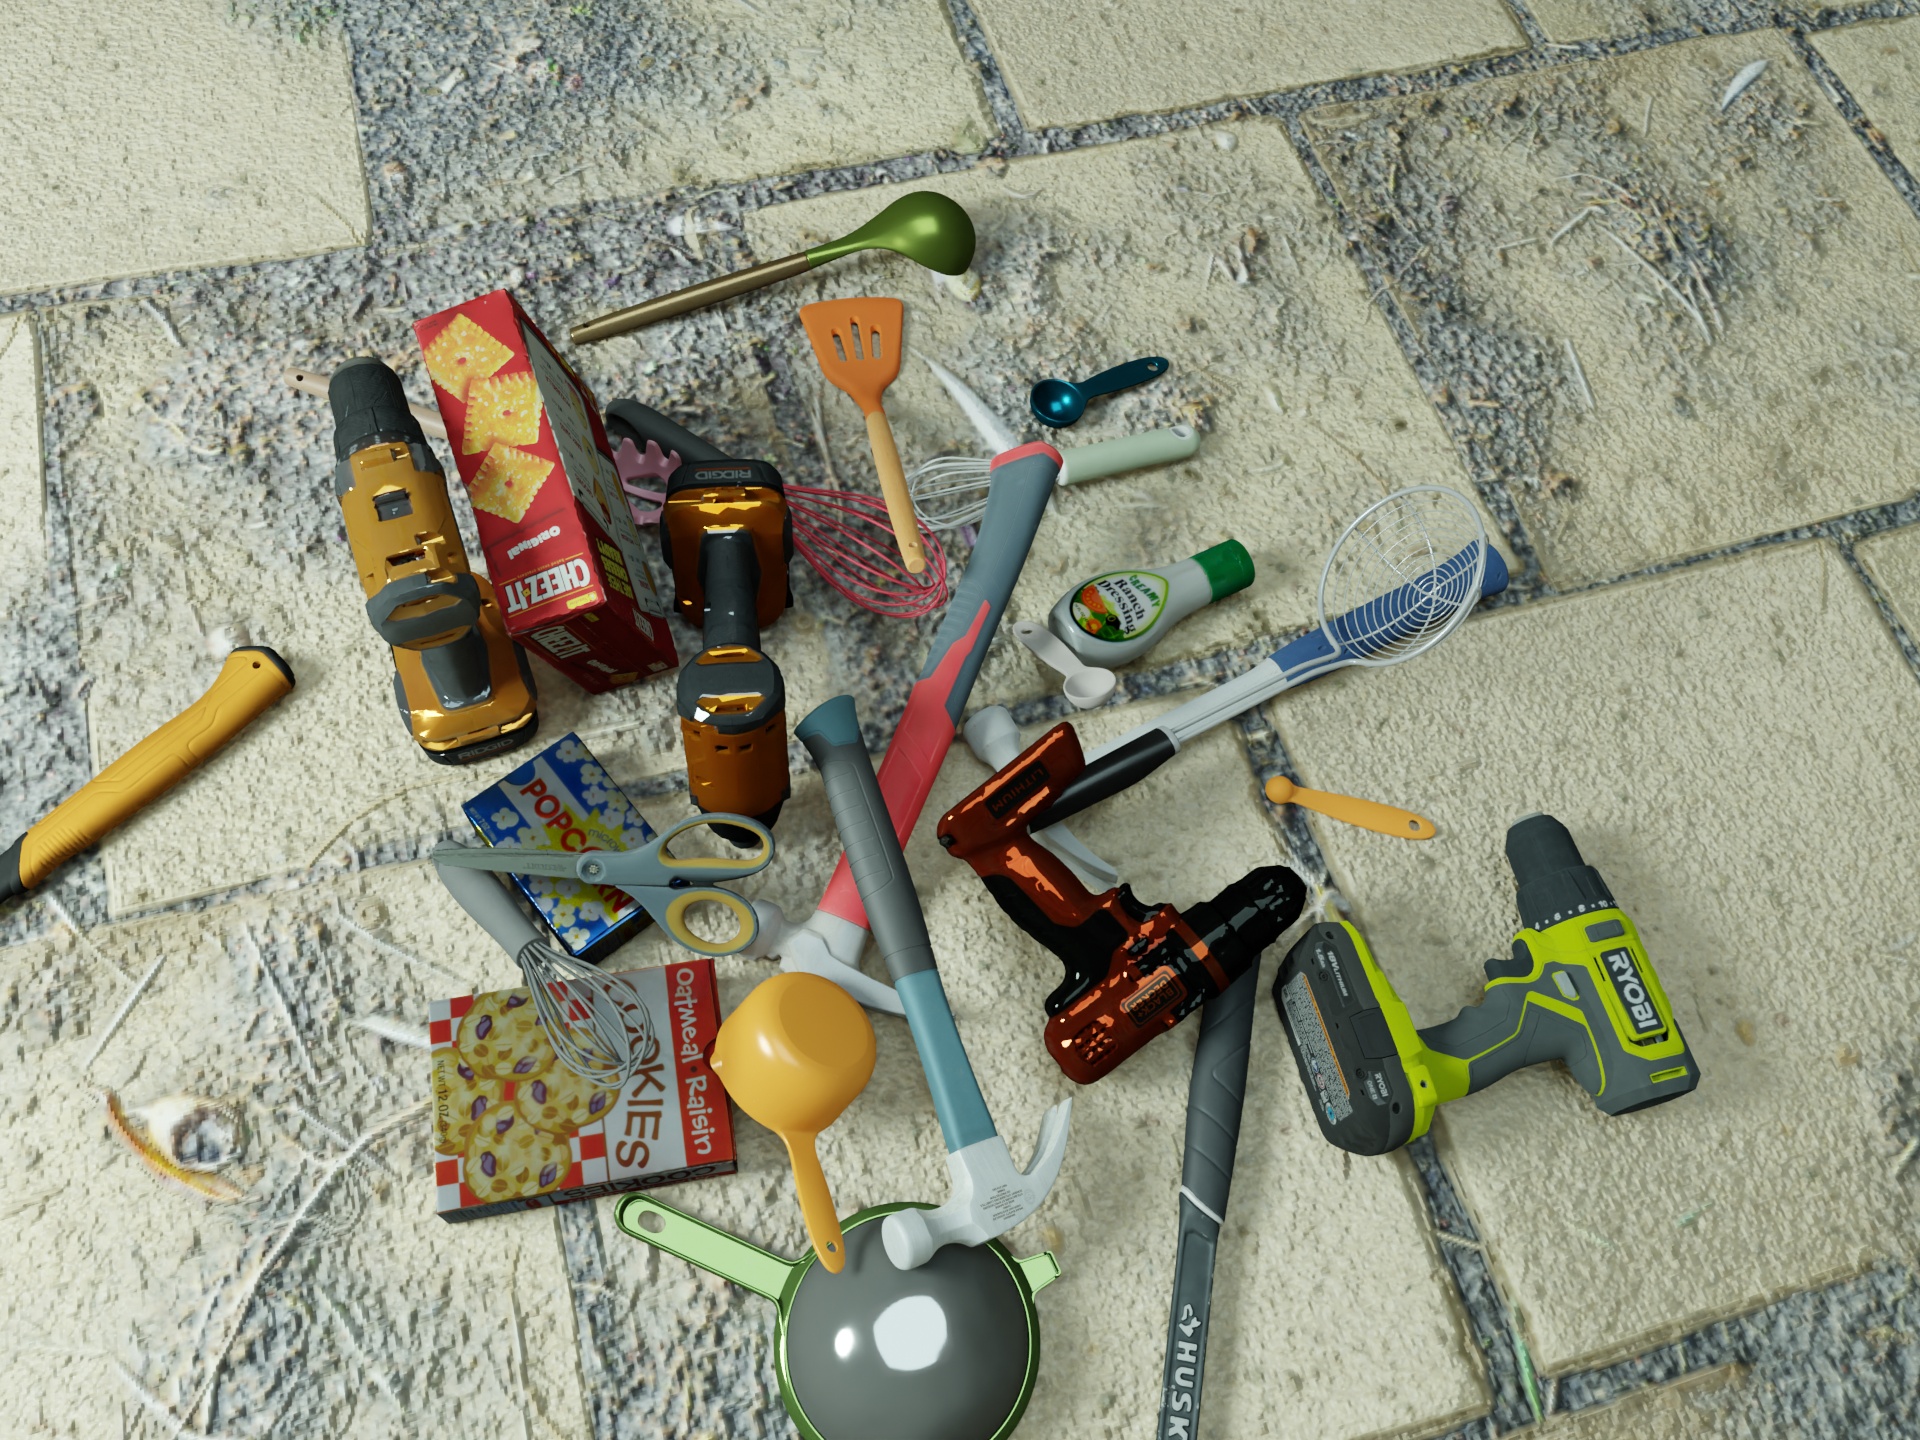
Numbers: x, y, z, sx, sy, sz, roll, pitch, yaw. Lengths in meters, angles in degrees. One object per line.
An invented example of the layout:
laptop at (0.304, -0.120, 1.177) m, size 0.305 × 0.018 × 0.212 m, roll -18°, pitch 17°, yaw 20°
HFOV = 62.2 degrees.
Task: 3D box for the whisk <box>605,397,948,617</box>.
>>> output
whisk at (-0.131, -0.156, 1.113) m, size 0.296 × 0.073 × 0.073 m, roll 30°, pitch 65°, yaw 16°

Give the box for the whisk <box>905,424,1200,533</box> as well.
whisk at (0.064, -0.179, 1.148) m, size 0.246 × 0.059 × 0.058 m, roll -15°, pitch 49°, yaw -17°

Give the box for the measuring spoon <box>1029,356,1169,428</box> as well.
measuring spoon at (0.106, -0.249, 1.205) m, size 0.128 × 0.021 × 0.042 m, roll -25°, pitch 68°, yaw -26°

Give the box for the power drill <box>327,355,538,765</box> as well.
power drill at (-0.327, -0.093, 0.968) m, size 0.084 × 0.226 × 0.185 m, roll -18°, pitch 66°, yaw -13°

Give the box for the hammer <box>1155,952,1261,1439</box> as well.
hammer at (0.142, 0.302, 0.919) m, size 0.149 × 0.036 × 0.409 m, roll 12°, pitch 63°, yaw 0°

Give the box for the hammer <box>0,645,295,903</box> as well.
hammer at (-0.547, 0.076, 0.973) m, size 0.127 × 0.034 × 0.337 m, roll 39°, pitch 67°, yaw 15°

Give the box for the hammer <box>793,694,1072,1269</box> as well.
hammer at (-0.031, 0.136, 0.927) m, size 0.128 × 0.033 × 0.331 m, roll -9°, pitch 68°, yaw -31°

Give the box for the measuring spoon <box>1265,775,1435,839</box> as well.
measuring spoon at (0.262, 0.058, 1.064) m, size 0.117 × 0.011 × 0.021 m, roll 15°, pitch 63°, yaw 3°

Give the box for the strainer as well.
strainer at (-0.076, 0.315, 0.873) m, size 0.256 × 0.069 × 0.151 m, roll 23°, pitch 64°, yaw 5°

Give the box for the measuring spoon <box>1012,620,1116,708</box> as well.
measuring spoon at (0.067, -0.037, 1.066) m, size 0.034 × 0.018 × 0.124 m, roll -24°, pitch 34°, yaw -14°

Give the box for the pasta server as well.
pasta server at (-0.338, -0.202, 1.128) m, size 0.316 × 0.040 × 0.060 m, roll 18°, pitch 81°, yaw 6°

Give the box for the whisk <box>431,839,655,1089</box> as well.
whisk at (-0.250, 0.133, 0.927) m, size 0.055 × 0.055 × 0.239 m, roll -38°, pitch 49°, yaw -21°

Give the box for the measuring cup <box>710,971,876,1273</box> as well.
measuring cup at (-0.080, 0.219, 0.895) m, size 0.095 × 0.052 × 0.174 m, roll 14°, pitch 38°, yaw -35°

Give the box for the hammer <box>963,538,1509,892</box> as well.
hammer at (0.211, -0.022, 1.086) m, size 0.405 × 0.035 × 0.144 m, roll -26°, pitch 68°, yaw -16°

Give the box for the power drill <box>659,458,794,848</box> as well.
power drill at (-0.144, -0.037, 1.011) m, size 0.084 × 0.164 × 0.227 m, roll -3°, pitch 51°, yaw -6°

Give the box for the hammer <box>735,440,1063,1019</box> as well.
hammer at (-0.002, -0.003, 1.019) m, size 0.143 × 0.038 × 0.386 m, roll 22°, pitch 75°, yaw 5°

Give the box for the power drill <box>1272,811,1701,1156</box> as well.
power drill at (0.318, 0.162, 0.982) m, size 0.228 × 0.080 × 0.191 m, roll -11°, pitch 65°, yaw -13°

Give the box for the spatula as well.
spatula at (-0.057, -0.207, 1.120) m, size 0.081 × 0.041 × 0.323 m, roll -6°, pitch 41°, yaw -8°

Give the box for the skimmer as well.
skimmer at (0.179, -0.037, 1.021) m, size 0.363 × 0.090 × 0.127 m, roll -27°, pitch 36°, yaw -14°

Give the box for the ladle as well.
ladle at (-0.140, -0.334, 1.216) m, size 0.320 × 0.062 × 0.078 m, roll -20°, pitch 59°, yaw -7°
